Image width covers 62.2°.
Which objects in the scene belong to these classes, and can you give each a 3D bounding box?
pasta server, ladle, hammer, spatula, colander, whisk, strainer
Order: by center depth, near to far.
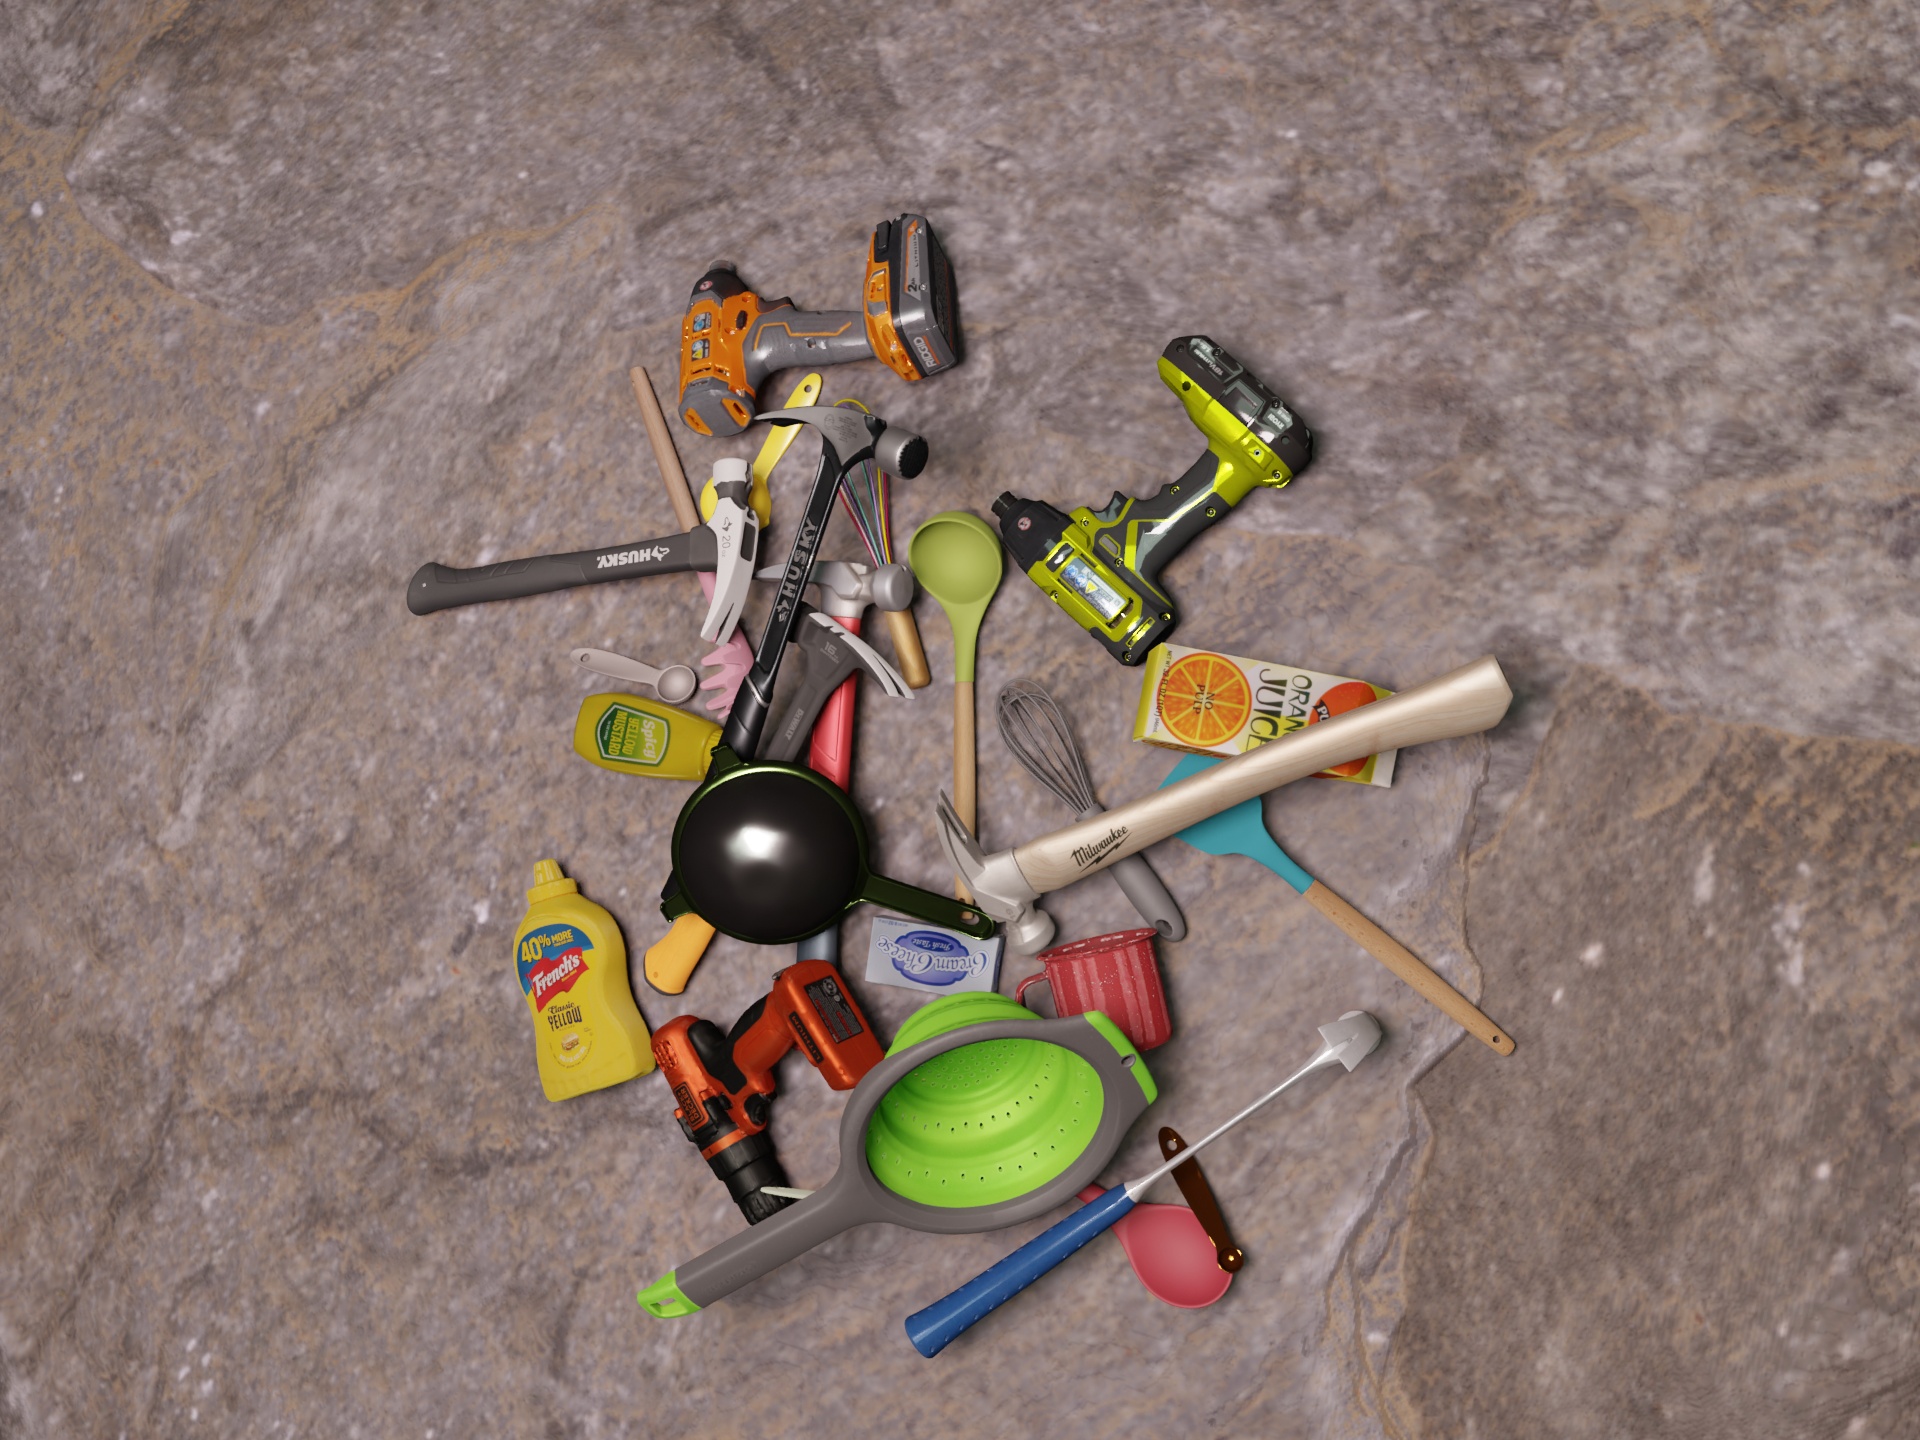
[{"bbox_3d":[0.181,0.040,1.126,0.410,0.038,0.146,-24,115,19],"label":"hammer"},{"bbox_3d":[0.129,0.331,1.137,0.405,0.144,0.035,-37,73,7],"label":"hammer"},{"bbox_3d":[-0.060,0.302,1.138,0.397,0.204,0.095,-30,34,6],"label":"colander"},{"bbox_3d":[-0.094,0.127,1.185,0.256,0.069,0.151,19,106,-6],"label":"strainer"},{"bbox_3d":[0.281,0.139,1.187,0.317,0.044,0.082,40,93,9],"label":"spatula"},{"bbox_3d":[-0.152,-0.044,1.212,0.149,0.036,0.409,27,102,32],"label":"hammer"},{"bbox_3d":[0.066,0.341,1.215,0.315,0.031,0.069,30,78,16],"label":"ladle"},{"bbox_3d":[0.101,0.069,1.224,0.055,0.055,0.239,-36,83,8],"label":"whisk"},{"bbox_3d":[-0.002,-0.004,1.249,0.078,0.062,0.320,-1,87,24],"label":"ladle"},{"bbox_3d":[-0.159,0.080,1.250,0.127,0.034,0.337,37,107,28],"label":"hammer"},{"bbox_3d":[-0.119,0.066,1.268,0.143,0.038,0.386,5,90,30],"label":"hammer"},{"bbox_3d":[-0.065,-0.144,1.283,0.047,0.051,0.245,-17,84,5],"label":"whisk"},{"bbox_3d":[-0.319,-0.120,1.314,0.335,0.035,0.146,-6,77,22],"label":"hammer"},{"bbox_3d":[-0.229,-0.154,1.323,0.040,0.060,0.316,-13,76,-31],"label":"pasta server"}]

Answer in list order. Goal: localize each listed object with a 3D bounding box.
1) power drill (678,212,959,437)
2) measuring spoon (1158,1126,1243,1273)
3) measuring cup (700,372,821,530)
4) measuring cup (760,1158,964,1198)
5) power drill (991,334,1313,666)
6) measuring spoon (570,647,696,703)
[{"bbox_3d":[-0.121,-0.329,1.286,0.226,0.084,0.164,-12,61,15],"label":"power drill"},{"bbox_3d":[0.176,0.356,1.181,0.021,0.011,0.117,-20,59,-13],"label":"measuring spoon"},{"bbox_3d":[-0.162,-0.223,1.317,0.062,0.029,0.156,33,94,14],"label":"measuring cup"},{"bbox_3d":[-0.066,0.345,1.199,0.167,0.083,0.038,8,82,-12],"label":"measuring cup"},{"bbox_3d":[0.144,-0.177,1.220,0.171,0.080,0.223,44,99,12],"label":"power drill"},{"bbox_3d":[-0.275,-0.039,1.337,0.124,0.018,0.034,16,69,20],"label":"measuring spoon"}]
